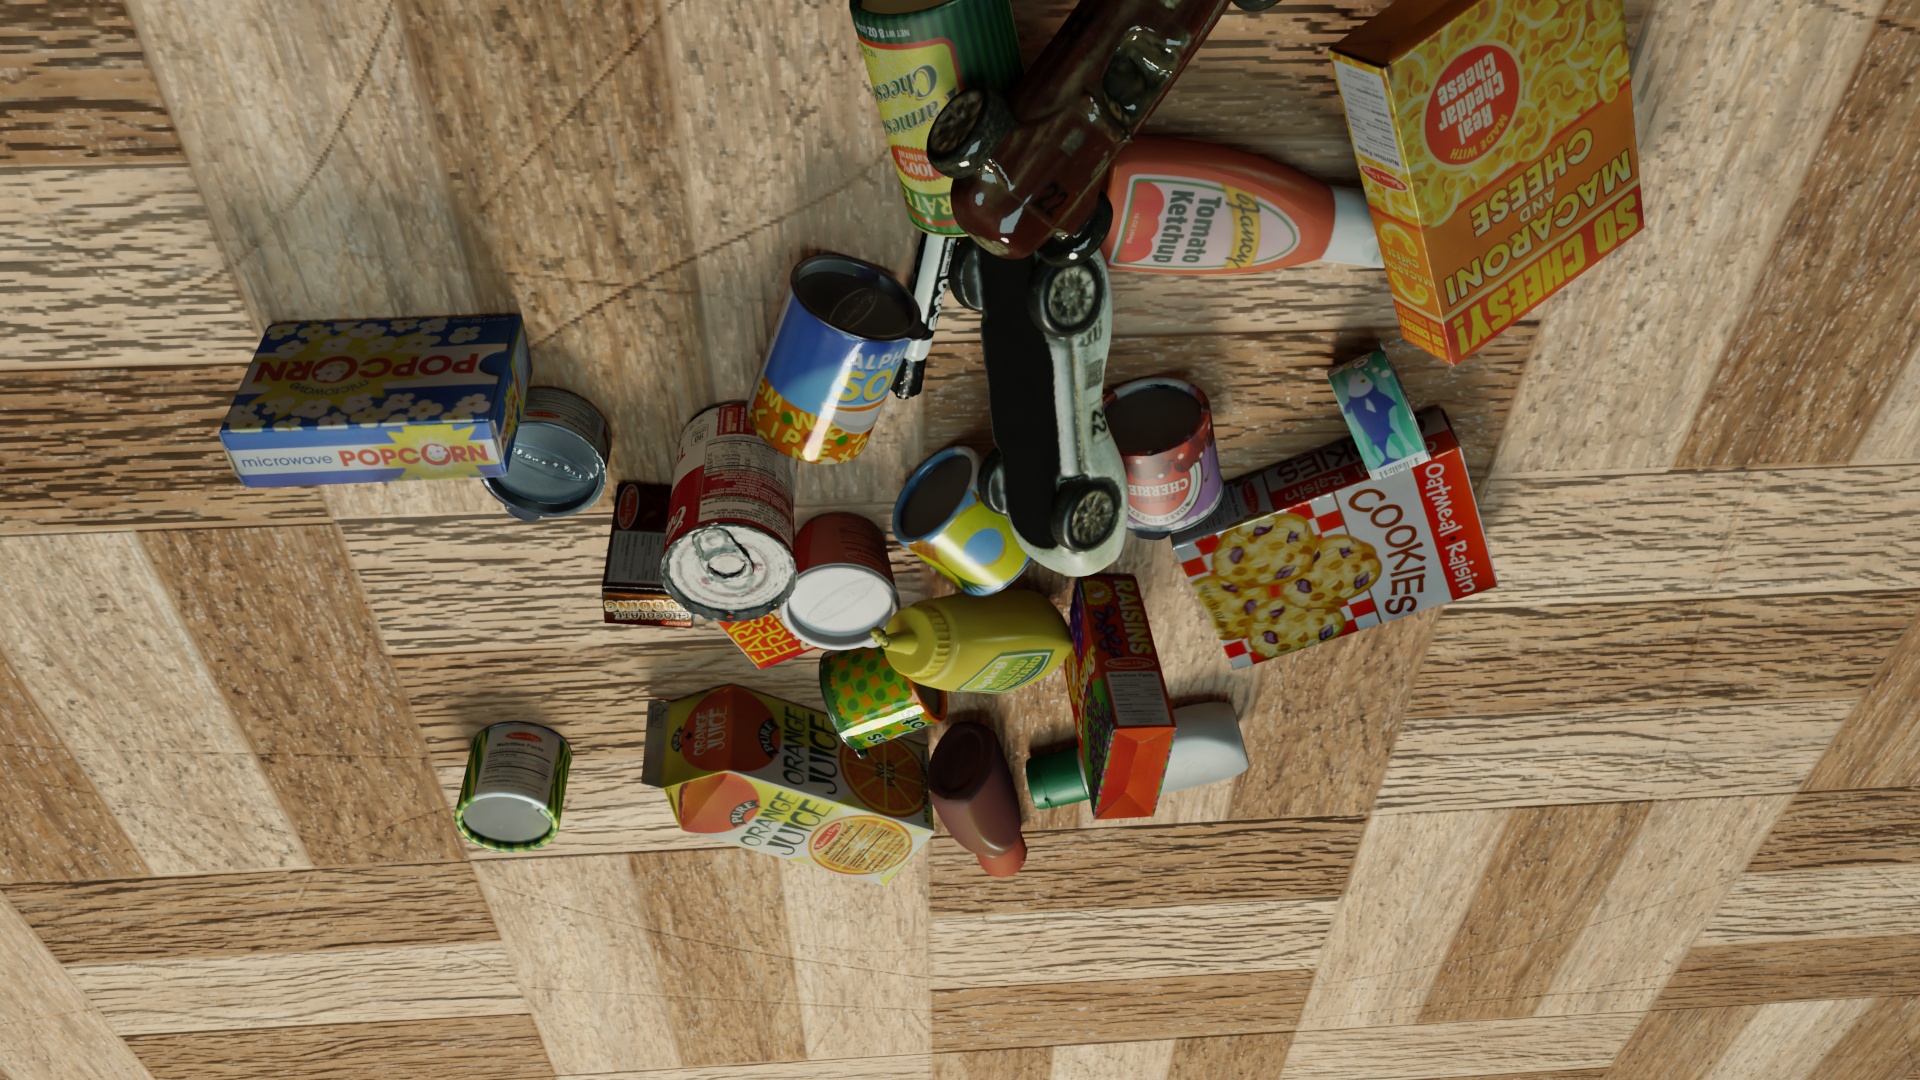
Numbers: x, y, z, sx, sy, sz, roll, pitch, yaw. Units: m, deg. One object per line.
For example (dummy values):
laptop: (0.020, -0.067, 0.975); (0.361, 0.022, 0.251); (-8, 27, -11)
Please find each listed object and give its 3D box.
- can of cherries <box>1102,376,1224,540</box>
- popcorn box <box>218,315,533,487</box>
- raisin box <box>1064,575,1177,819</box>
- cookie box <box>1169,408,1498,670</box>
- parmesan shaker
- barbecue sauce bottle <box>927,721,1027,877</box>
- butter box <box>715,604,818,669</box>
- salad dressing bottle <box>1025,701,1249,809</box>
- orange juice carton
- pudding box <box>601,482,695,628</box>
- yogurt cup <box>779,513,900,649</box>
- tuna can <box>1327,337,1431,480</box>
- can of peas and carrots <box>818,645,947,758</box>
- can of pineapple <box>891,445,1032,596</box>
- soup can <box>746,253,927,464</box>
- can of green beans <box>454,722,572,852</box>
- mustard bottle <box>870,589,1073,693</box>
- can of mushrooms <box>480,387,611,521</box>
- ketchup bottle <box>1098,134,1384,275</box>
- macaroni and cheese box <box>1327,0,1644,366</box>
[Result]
can of cherries: (0.105, -0.044, 0.747); (0.071, 0.072, 0.058); (-12, 132, 6)
popcorn box: (-0.281, -0.069, 0.679); (0.127, 0.085, 0.038); (-3, 134, -3)
raisin box: (0.093, 0.093, 0.837); (0.040, 0.124, 0.085); (-1, 133, -6)
cookie box: (0.221, 0.002, 0.823); (0.167, 0.040, 0.122); (-20, 131, 14)
parmesan shaker: (-0.006, -0.194, 0.604); (0.071, 0.072, 0.102); (-13, 132, 6)
barbecue sauce bottle: (0.016, 0.187, 0.963); (0.043, 0.065, 0.147); (8, 146, 21)
butter box: (-0.125, 0.032, 0.829); (0.053, 0.024, 0.103); (-22, 130, 16)
salad dressing bottle: (0.119, 0.150, 0.948); (0.147, 0.044, 0.064); (-15, 134, 10)
orange juice carton: (-0.117, 0.158, 0.913); (0.193, 0.072, 0.072); (21, 127, -23)
pudding box: (-0.167, 0.007, 0.761); (0.050, 0.084, 0.030); (3, 135, -9)
yogurt cup: (-0.070, 0.021, 0.803); (0.072, 0.054, 0.072); (-3, 133, -3)
tuna can: (0.222, -0.069, 0.740); (0.033, 0.071, 0.071); (-23, 131, 17)
can of peas and carrots: (-0.046, 0.092, 0.860); (0.058, 0.071, 0.070); (-22, 131, 14)
can of pineapple: (0.003, -0.010, 0.773); (0.071, 0.071, 0.058); (-35, 125, 25)
soup can: (-0.062, -0.088, 0.693); (0.071, 0.072, 0.083); (13, 131, -17)
can of green beans: (-0.292, 0.162, 0.910); (0.071, 0.058, 0.071); (-3, 133, -3)
mustard bottle: (0.001, 0.059, 0.804); (0.065, 0.049, 0.160); (-43, 153, 27)
can of mushrooms: (-0.222, -0.045, 0.742); (0.071, 0.034, 0.070); (-3, 133, -3)
ketchup bottle: (0.137, -0.156, 0.666); (0.149, 0.044, 0.064); (3, 134, -9)
macaroni and cheese box: (0.243, -0.180, 0.628); (0.124, 0.040, 0.165); (-36, 131, -5)
